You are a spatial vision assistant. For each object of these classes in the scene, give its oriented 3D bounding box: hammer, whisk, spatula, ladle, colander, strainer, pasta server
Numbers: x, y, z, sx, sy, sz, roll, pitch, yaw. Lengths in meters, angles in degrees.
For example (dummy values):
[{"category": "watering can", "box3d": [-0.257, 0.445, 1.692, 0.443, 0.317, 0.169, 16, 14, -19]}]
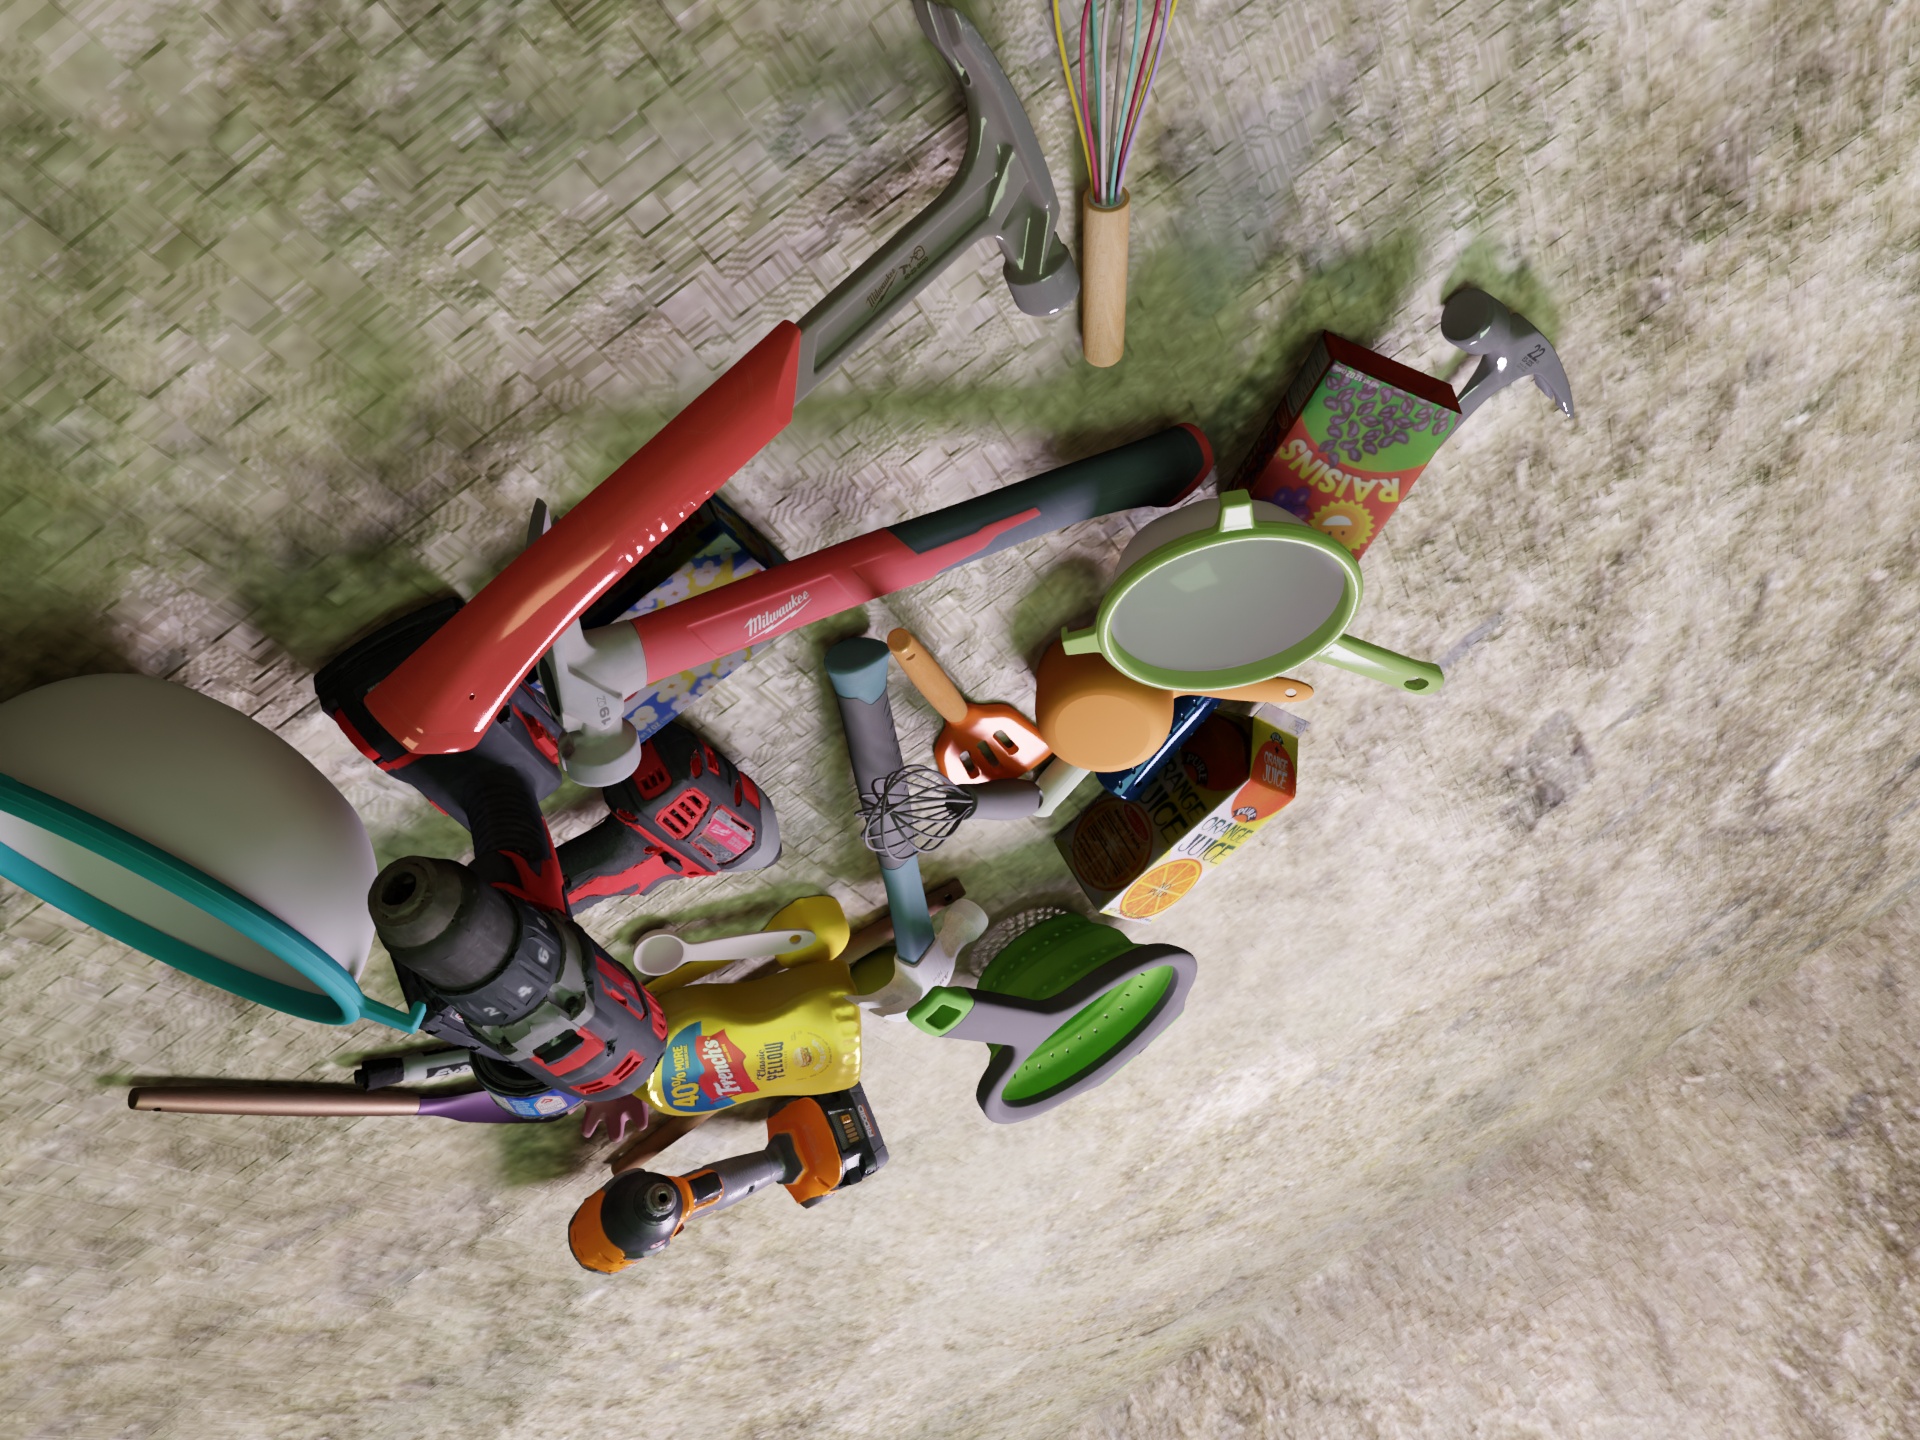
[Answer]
[{"category": "hammer", "box3d": [-0.042, 0.074, 1.005, 0.128, 0.033, 0.330, -50, 148, -33]}, {"category": "hammer", "box3d": [0.231, -0.094, 1.039, 0.144, 0.035, 0.405, 11, 129, -44]}, {"category": "whisk", "box3d": [0.002, 0.053, 0.980, 0.055, 0.055, 0.239, -43, 163, 18]}, {"category": "spatula", "box3d": [-0.001, -0.003, 0.927, 0.081, 0.041, 0.322, -32, 167, 2]}, {"category": "ladle", "box3d": [-0.144, 0.270, 1.204, 0.320, 0.062, 0.078, -38, 161, 16]}, {"category": "whisk", "box3d": [0.070, -0.252, 0.711, 0.047, 0.051, 0.244, -28, 149, -14]}, {"category": "colander", "box3d": [0.044, 0.201, 1.191, 0.204, 0.095, 0.396, -44, 152, 10]}, {"category": "strainer", "box3d": [0.190, -0.072, 0.936, 0.256, 0.069, 0.151, 15, 141, -33]}, {"category": "spatula", "box3d": [-0.375, 0.247, 1.030, 0.059, 0.018, 0.315, -37, 147, 27]}, {"category": "hammer", "box3d": [-0.102, -0.125, 0.649, 0.359, 0.037, 0.148, -44, 138, -9]}, {"category": "strainer", "box3d": [-0.362, 0.007, 0.651, 0.340, 0.211, 0.095, 56, 50, -45]}, {"category": "pasta server", "box3d": [-0.134, 0.199, 1.134, 0.316, 0.040, 0.060, -29, 107, -6]}, {"category": "hammer", "box3d": [-0.027, -0.096, 0.792, 0.386, 0.038, 0.143, -24, 135, -27]}, {"category": "whisk", "box3d": [0.117, -0.016, 1.045, 0.059, 0.058, 0.246, 30, 124, -14]}]

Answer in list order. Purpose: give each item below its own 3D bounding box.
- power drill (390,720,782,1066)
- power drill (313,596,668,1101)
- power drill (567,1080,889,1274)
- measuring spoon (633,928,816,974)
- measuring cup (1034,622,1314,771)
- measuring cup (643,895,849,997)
[{"category": "power drill", "box3d": [-0.208, 0.100, 0.922, 0.219, 0.079, 0.143, -37, 146, 4]}, {"category": "power drill", "box3d": [-0.218, 0.051, 0.711, 0.080, 0.227, 0.187, -30, 146, -1]}, {"category": "power drill", "box3d": [-0.174, 0.348, 1.211, 0.226, 0.084, 0.164, -14, 163, -32]}, {"category": "measuring spoon", "box3d": [-0.156, 0.146, 1.054, 0.124, 0.018, 0.034, -2, 123, -23]}, {"category": "measuring cup", "box3d": [0.131, -0.008, 0.984, 0.173, 0.052, 0.095, 3, 131, 8]}, {"category": "measuring cup", "box3d": [-0.148, 0.168, 1.090, 0.156, 0.029, 0.062, -23, 145, -15]}]
